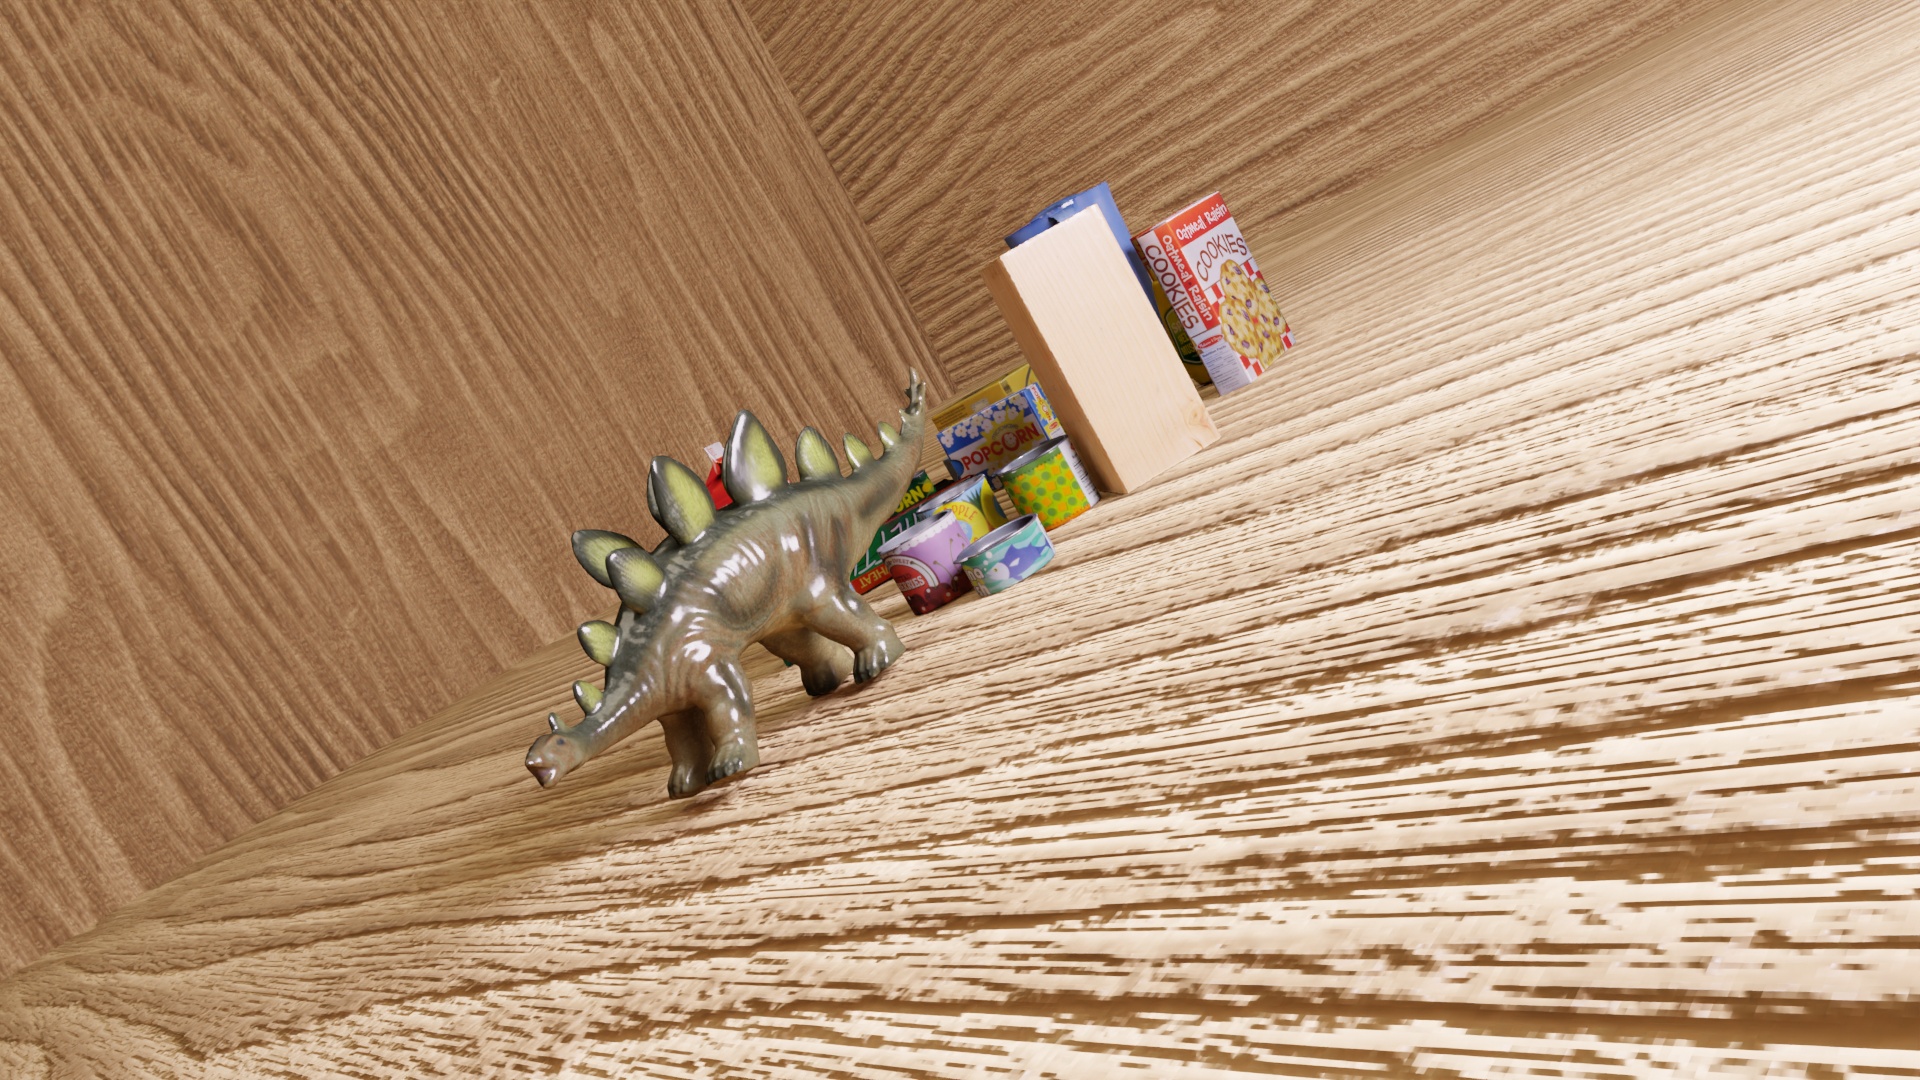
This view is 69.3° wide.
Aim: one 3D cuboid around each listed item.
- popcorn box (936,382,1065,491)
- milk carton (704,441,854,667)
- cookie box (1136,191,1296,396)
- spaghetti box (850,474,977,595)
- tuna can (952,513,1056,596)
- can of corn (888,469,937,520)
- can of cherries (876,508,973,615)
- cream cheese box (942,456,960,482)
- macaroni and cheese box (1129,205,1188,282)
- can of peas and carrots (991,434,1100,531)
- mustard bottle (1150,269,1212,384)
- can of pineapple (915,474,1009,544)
[{"bbox_3d":[0.048,-0.106,1.496,0.126,0.085,0.038,-24,9,36],"label":"popcorn box"},{"bbox_3d":[-0.159,0.002,1.163,0.073,0.190,0.072,-29,7,3],"label":"milk carton"},{"bbox_3d":[0.242,-0.235,1.308,0.040,0.167,0.123,-23,10,40],"label":"cookie box"},{"bbox_3d":[-0.083,0.017,1.312,0.250,0.050,0.029,-29,7,2],"label":"spaghetti box"},{"bbox_3d":[0.031,0.012,0.996,0.071,0.033,0.071,-29,8,4],"label":"tuna can"},{"bbox_3d":[-0.054,-0.036,1.518,0.071,0.058,0.071,-29,8,4],"label":"can of corn"},{"bbox_3d":[-0.023,0.018,1.060,0.071,0.058,0.071,-29,8,4],"label":"can of cherries"},{"bbox_3d":[0.034,-0.089,1.555,0.103,0.053,0.024,-24,9,36],"label":"cream cheese box"},{"bbox_3d":[0.256,-0.270,1.485,0.040,0.166,0.123,-31,8,-12],"label":"macaroni and cheese box"},{"bbox_3d":[0.069,-0.043,1.116,0.071,0.058,0.071,-29,8,4],"label":"can of peas and carrots"},{"bbox_3d":[0.230,-0.238,1.400,0.065,0.160,0.049,-22,10,45],"label":"mustard bottle"},{"bbox_3d":[0.004,-0.015,1.170,0.071,0.058,0.071,-29,8,4],"label":"can of pineapple"}]
